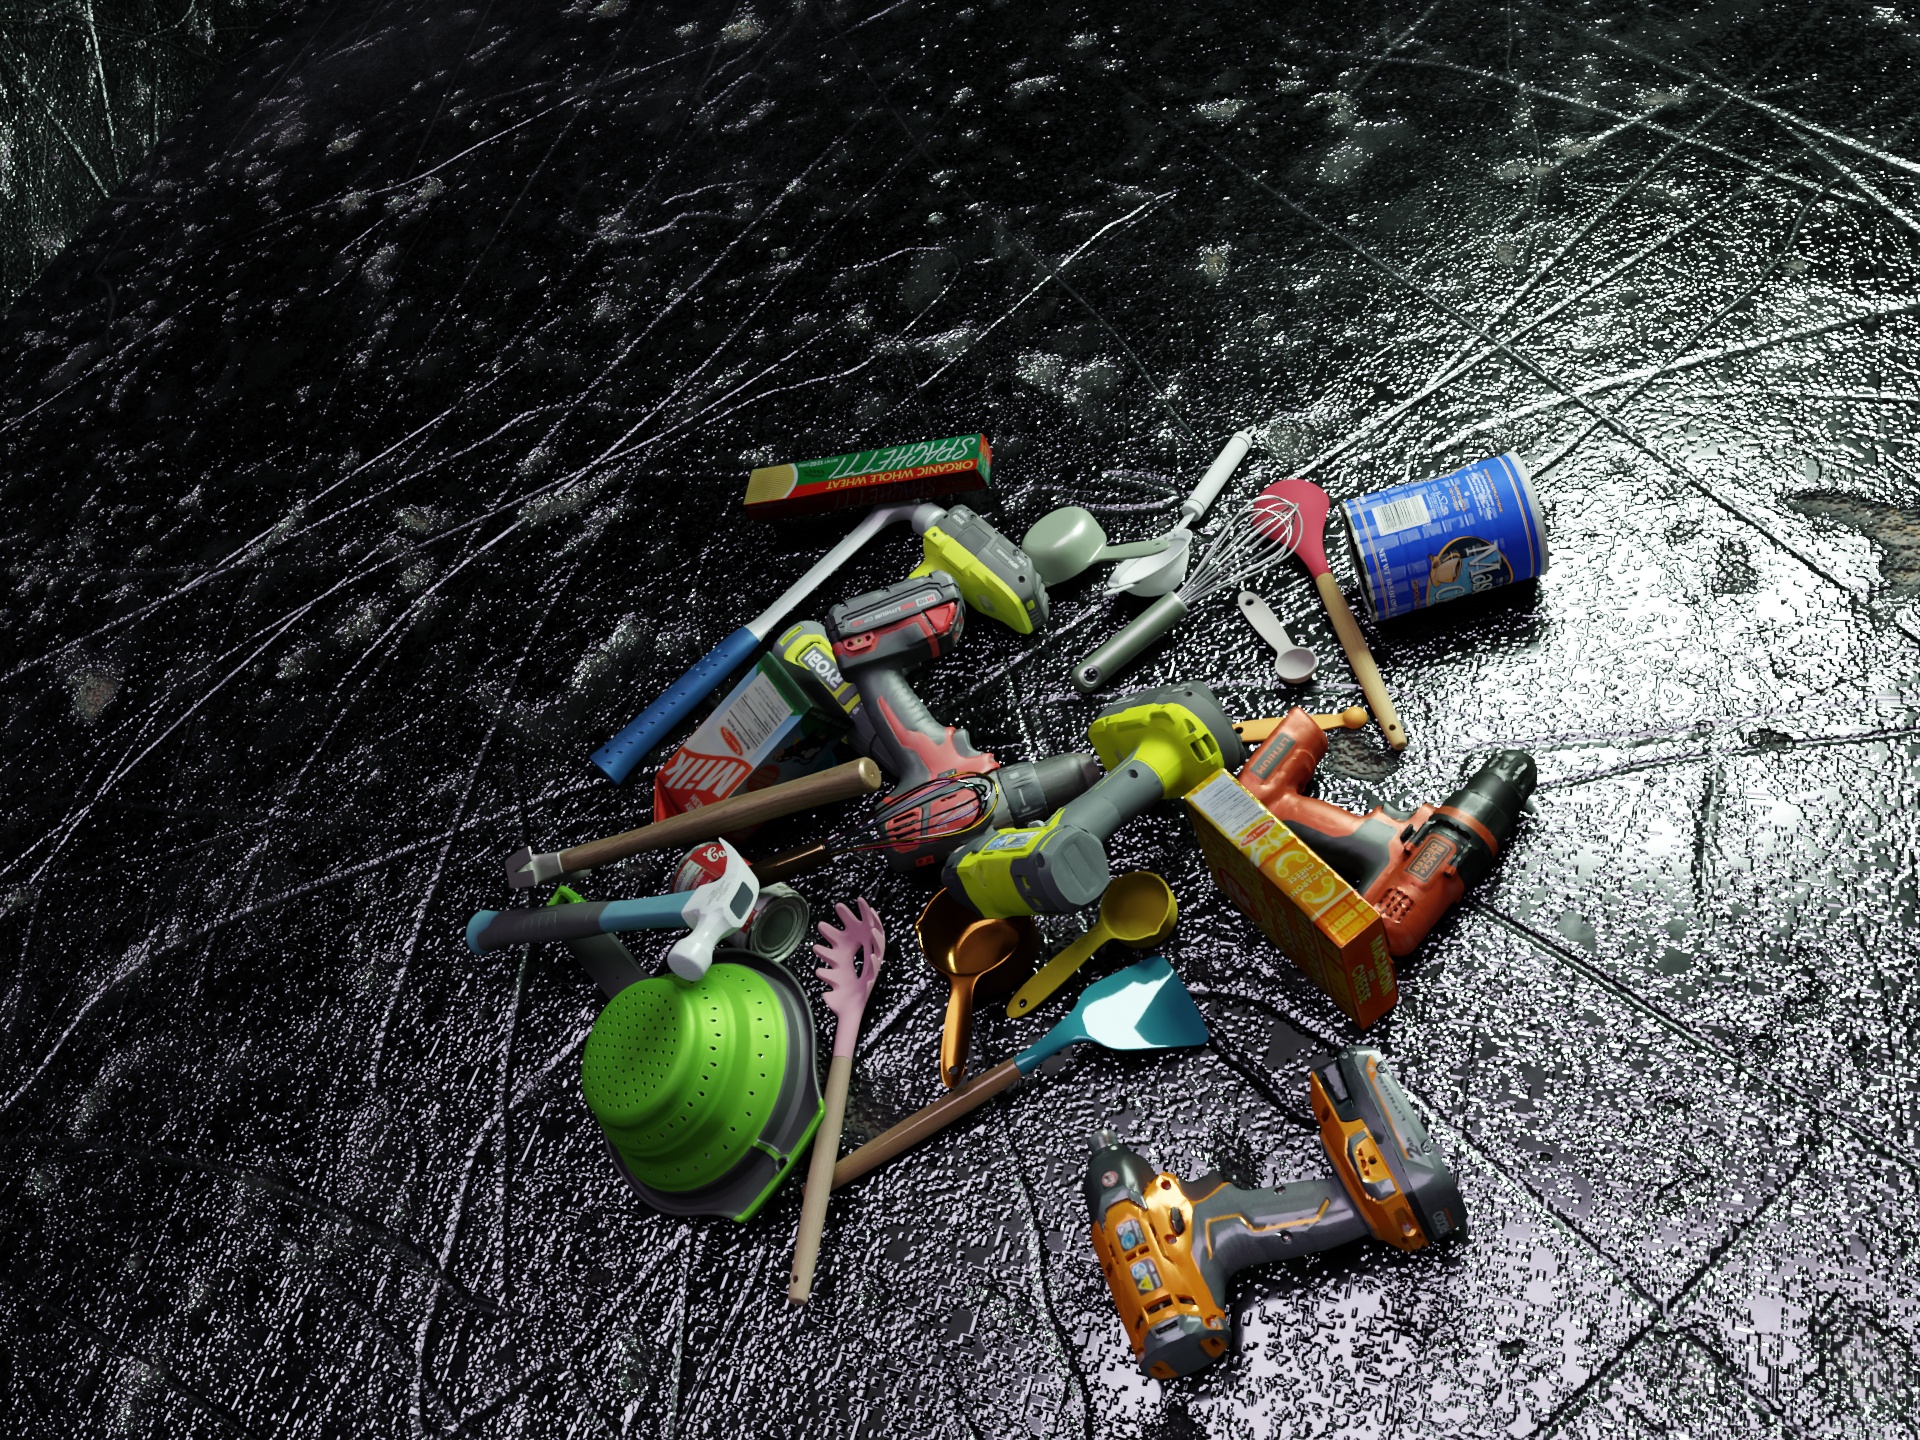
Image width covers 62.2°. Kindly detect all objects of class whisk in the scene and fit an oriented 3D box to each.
[{"bbox_3d":[0.193,-0.106,1.361,0.246,0.058,0.059,-39,7,3],"label":"whisk"},{"bbox_3d":[-0.084,0.096,1.244,0.245,0.051,0.047,-21,83,9],"label":"whisk"}]

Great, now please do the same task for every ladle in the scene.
[{"bbox_3d":[0.311,-0.099,1.330,0.069,0.031,0.316,-22,50,11],"label":"ladle"}]

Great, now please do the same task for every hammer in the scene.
[{"bbox_3d":[-0.288,0.158,1.267,0.331,0.033,0.128,-11,33,38],"label":"hammer"},{"bbox_3d":[-0.196,-0.092,1.529,0.405,0.035,0.144,-44,51,-14],"label":"hammer"},{"bbox_3d":[-0.218,0.085,1.271,0.331,0.130,0.031,-17,85,19],"label":"hammer"}]

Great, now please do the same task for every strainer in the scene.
[{"bbox_3d":[0.207,-0.182,1.428,0.087,0.050,0.258,-10,37,54],"label":"strainer"}]

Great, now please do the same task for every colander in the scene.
[{"bbox_3d":[-0.262,0.225,1.248,0.397,0.094,0.204,35,88,44],"label":"colander"}]

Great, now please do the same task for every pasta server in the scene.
[{"bbox_3d":[-0.098,0.275,1.186,0.060,0.040,0.316,-19,42,29],"label":"pasta server"}]

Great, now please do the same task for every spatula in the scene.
[{"bbox_3d":[0.025,0.272,1.163,0.317,0.044,0.082,-31,49,4],"label":"spatula"}]

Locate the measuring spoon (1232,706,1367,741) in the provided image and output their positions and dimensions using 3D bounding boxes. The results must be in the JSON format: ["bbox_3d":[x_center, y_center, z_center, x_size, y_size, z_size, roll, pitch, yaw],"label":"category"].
[{"bbox_3d":[0.267,0.002,1.277,0.117,0.011,0.021,-7,52,17],"label":"measuring spoon"}]

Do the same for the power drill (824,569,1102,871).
[{"bbox_3d":[-0.002,-0.004,1.310,0.188,0.080,0.227,-19,77,-2],"label":"power drill"}]

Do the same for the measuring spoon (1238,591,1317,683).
[{"bbox_3d":[0.264,-0.069,1.337,0.034,0.018,0.124,-26,42,2],"label":"measuring spoon"}]

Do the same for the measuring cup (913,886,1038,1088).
[{"bbox_3d":[0.011,0.204,1.202,0.095,0.052,0.174,-5,54,20],"label":"measuring cup"}]

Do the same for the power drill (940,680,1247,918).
[{"bbox_3d":[0.093,0.065,1.190,0.223,0.080,0.171,-38,13,-30],"label":"power drill"}]

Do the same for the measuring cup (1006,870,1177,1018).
[{"bbox_3d":[0.100,0.178,1.209,0.156,0.029,0.062,-41,49,4],"label":"measuring cup"}]

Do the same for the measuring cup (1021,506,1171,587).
[{"bbox_3d":[0.118,-0.161,1.411,0.168,0.038,0.083,3,48,52],"label":"measuring cup"}]

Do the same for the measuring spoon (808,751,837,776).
[{"bbox_3d":[-0.159,0.070,1.404,0.128,0.021,0.042,-35,51,6],"label":"measuring spoon"}]

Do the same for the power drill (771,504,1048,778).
[{"bbox_3d":[-0.033,-0.066,1.414,0.228,0.080,0.191,-42,58,-9],"label":"power drill"}]

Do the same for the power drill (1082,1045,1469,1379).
[{"bbox_3d":[0.190,0.303,1.032,0.226,0.084,0.164,-28,48,5],"label":"power drill"}]
